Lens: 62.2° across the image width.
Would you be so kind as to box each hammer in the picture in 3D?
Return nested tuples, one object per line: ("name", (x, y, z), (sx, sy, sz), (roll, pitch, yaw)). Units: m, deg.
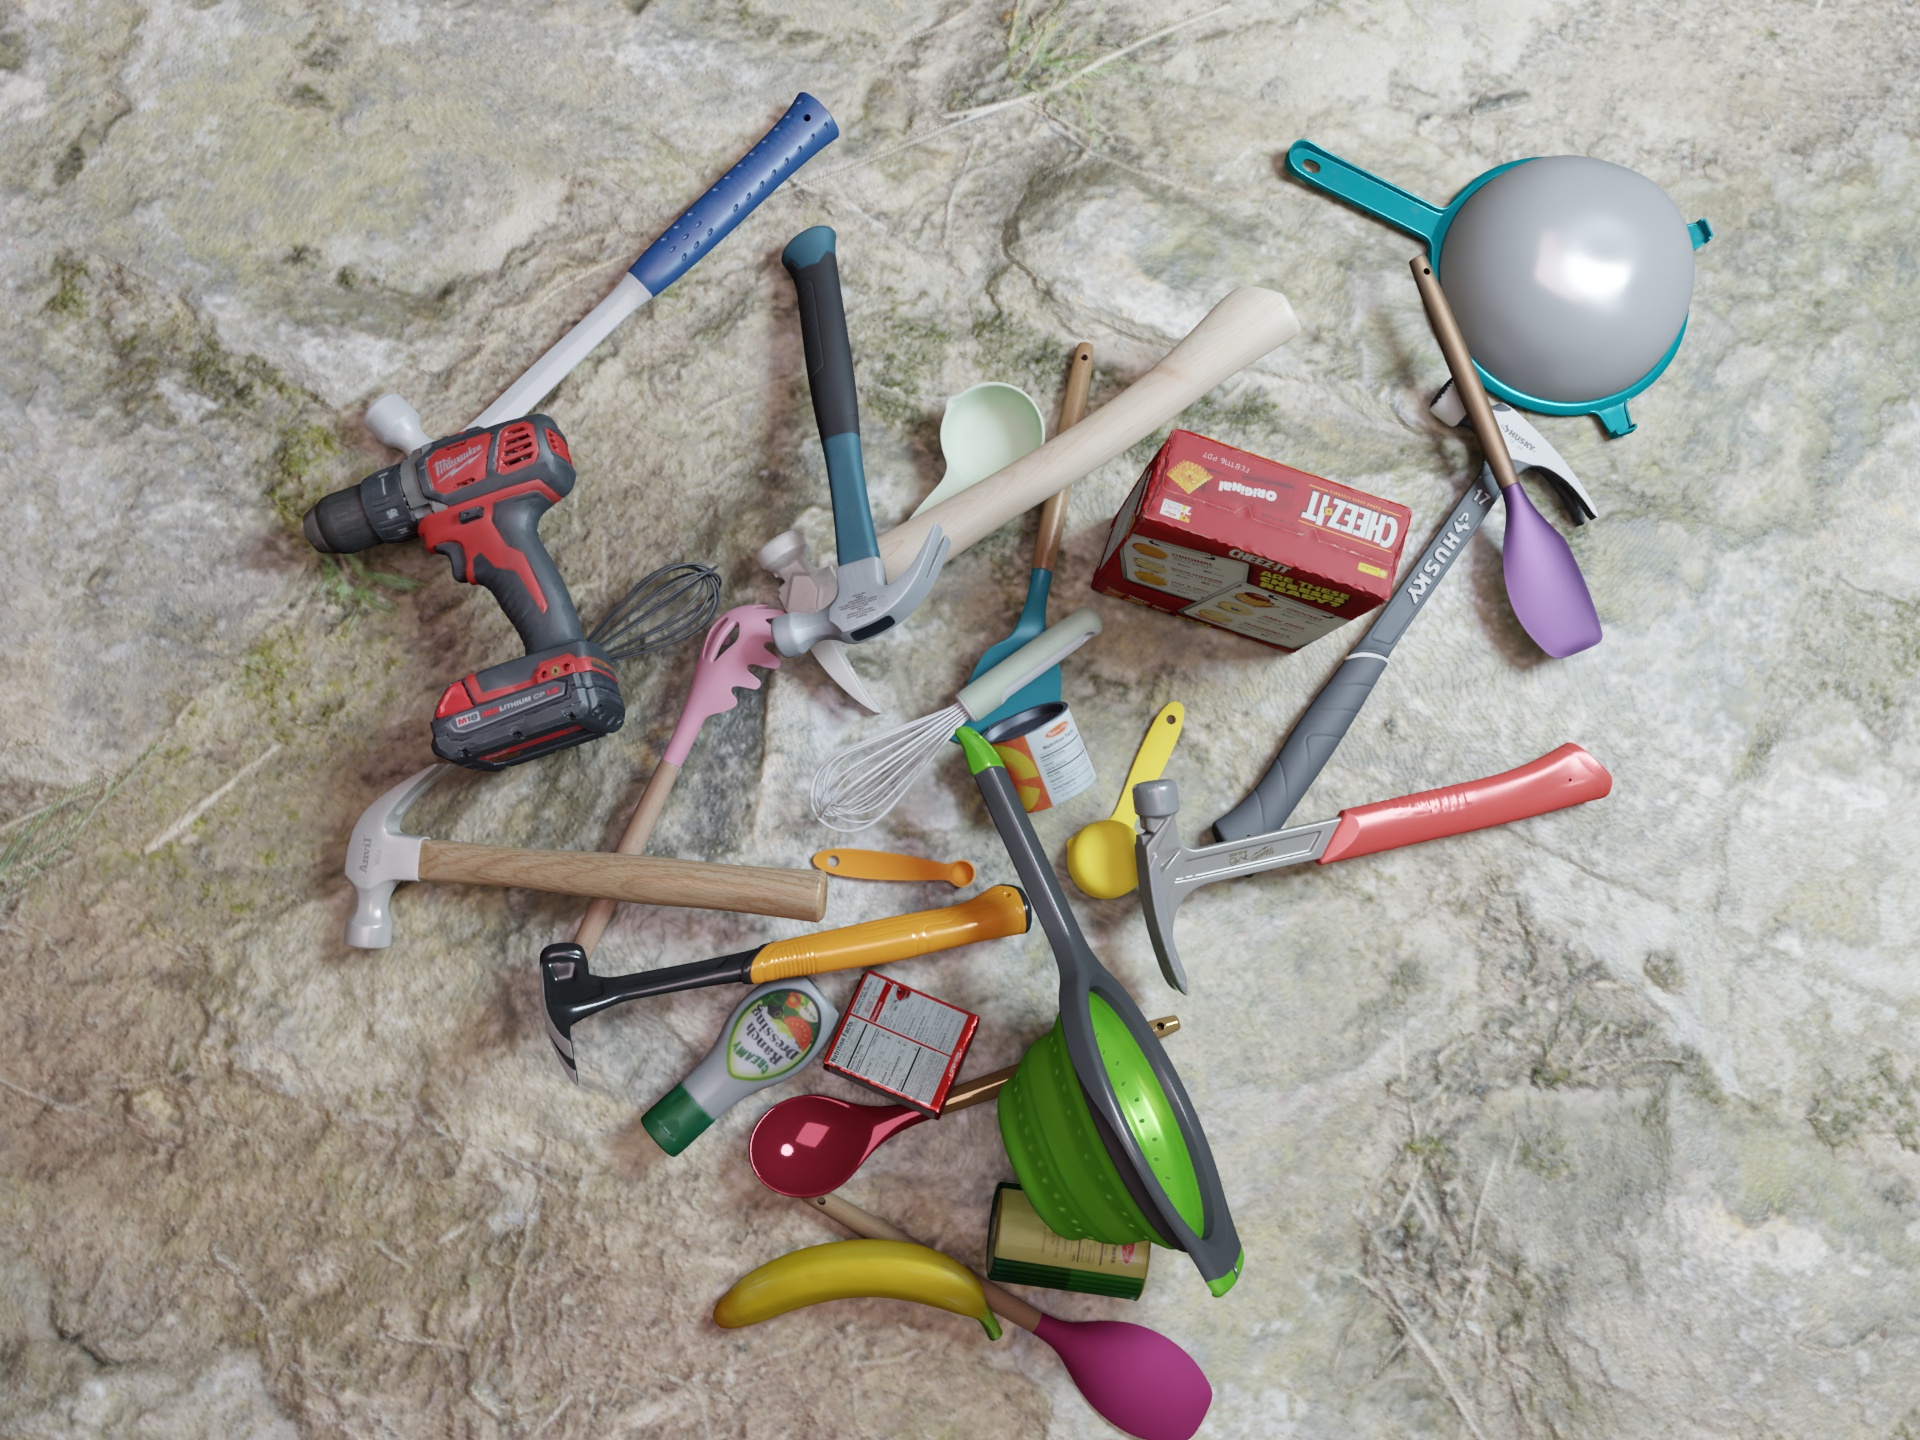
("hammer", (0.300, 0.085, 1.135), (0.359, 0.037, 0.149), (-11, 95, -12))
("hammer", (-0.111, 0.163, 1.075), (0.337, 0.127, 0.034), (-10, 115, -15))
("hammer", (-0.239, -0.308, 1.169), (0.144, 0.035, 0.405), (43, 81, 3))
("hammer", (0.315, -0.057, 1.176), (0.149, 0.036, 0.409), (36, 82, 0))
("hammer", (-0.255, 0.102, 1.085), (0.331, 0.031, 0.130), (4, 88, 4))
("hammer", (0.061, -0.167, 1.125), (0.410, 0.038, 0.146), (-32, 87, 6))
("hammer", (-0.088, -0.209, 1.127), (0.128, 0.033, 0.331), (-14, 68, 12))

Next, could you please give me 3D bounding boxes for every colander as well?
("colander", (0.055, 0.196, 1.049), (0.094, 0.204, 0.397), (-28, 76, 13))

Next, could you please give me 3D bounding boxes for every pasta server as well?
("pasta server", (-0.210, 0.057, 1.118), (0.060, 0.040, 0.316), (23, 87, 40))

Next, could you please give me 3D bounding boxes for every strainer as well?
("strainer", (0.410, -0.371, 1.195), (0.340, 0.095, 0.211), (25, 81, -2))

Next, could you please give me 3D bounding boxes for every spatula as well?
("spatula", (0.393, -0.196, 1.172), (0.060, 0.018, 0.316), (-20, 87, -6))
("spatula", (0.062, -0.131, 1.174), (0.082, 0.044, 0.318), (13, 77, -3))

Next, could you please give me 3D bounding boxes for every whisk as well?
("whisk", (-0.271, -0.043, 1.128), (0.239, 0.055, 0.055), (-32, 86, -3))
("whisk", (-0.002, -0.004, 1.121), (0.246, 0.057, 0.059), (-35, 72, -1))

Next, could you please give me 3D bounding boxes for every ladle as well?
("ladle", (0.006, 0.260, 1.113), (0.315, 0.031, 0.069), (-17, 71, -8))

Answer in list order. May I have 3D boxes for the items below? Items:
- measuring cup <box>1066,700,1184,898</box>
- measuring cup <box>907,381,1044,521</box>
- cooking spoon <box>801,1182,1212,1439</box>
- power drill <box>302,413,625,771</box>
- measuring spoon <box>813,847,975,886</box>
("measuring cup", (0.127, 0.055, 1.147), (0.062, 0.029, 0.156), (26, 83, 0))
("measuring cup", (-0.003, -0.172, 1.173), (0.083, 0.038, 0.167), (39, 96, 4))
("cooking spoon", (0.030, 0.403, 1.098), (0.319, 0.017, 0.069), (30, 81, 0))
("power drill", (-0.336, -0.082, 1.078), (0.188, 0.080, 0.227), (-18, 80, 3))
("measuring spoon", (-0.048, 0.105, 1.140), (0.117, 0.011, 0.021), (5, 82, 0))
